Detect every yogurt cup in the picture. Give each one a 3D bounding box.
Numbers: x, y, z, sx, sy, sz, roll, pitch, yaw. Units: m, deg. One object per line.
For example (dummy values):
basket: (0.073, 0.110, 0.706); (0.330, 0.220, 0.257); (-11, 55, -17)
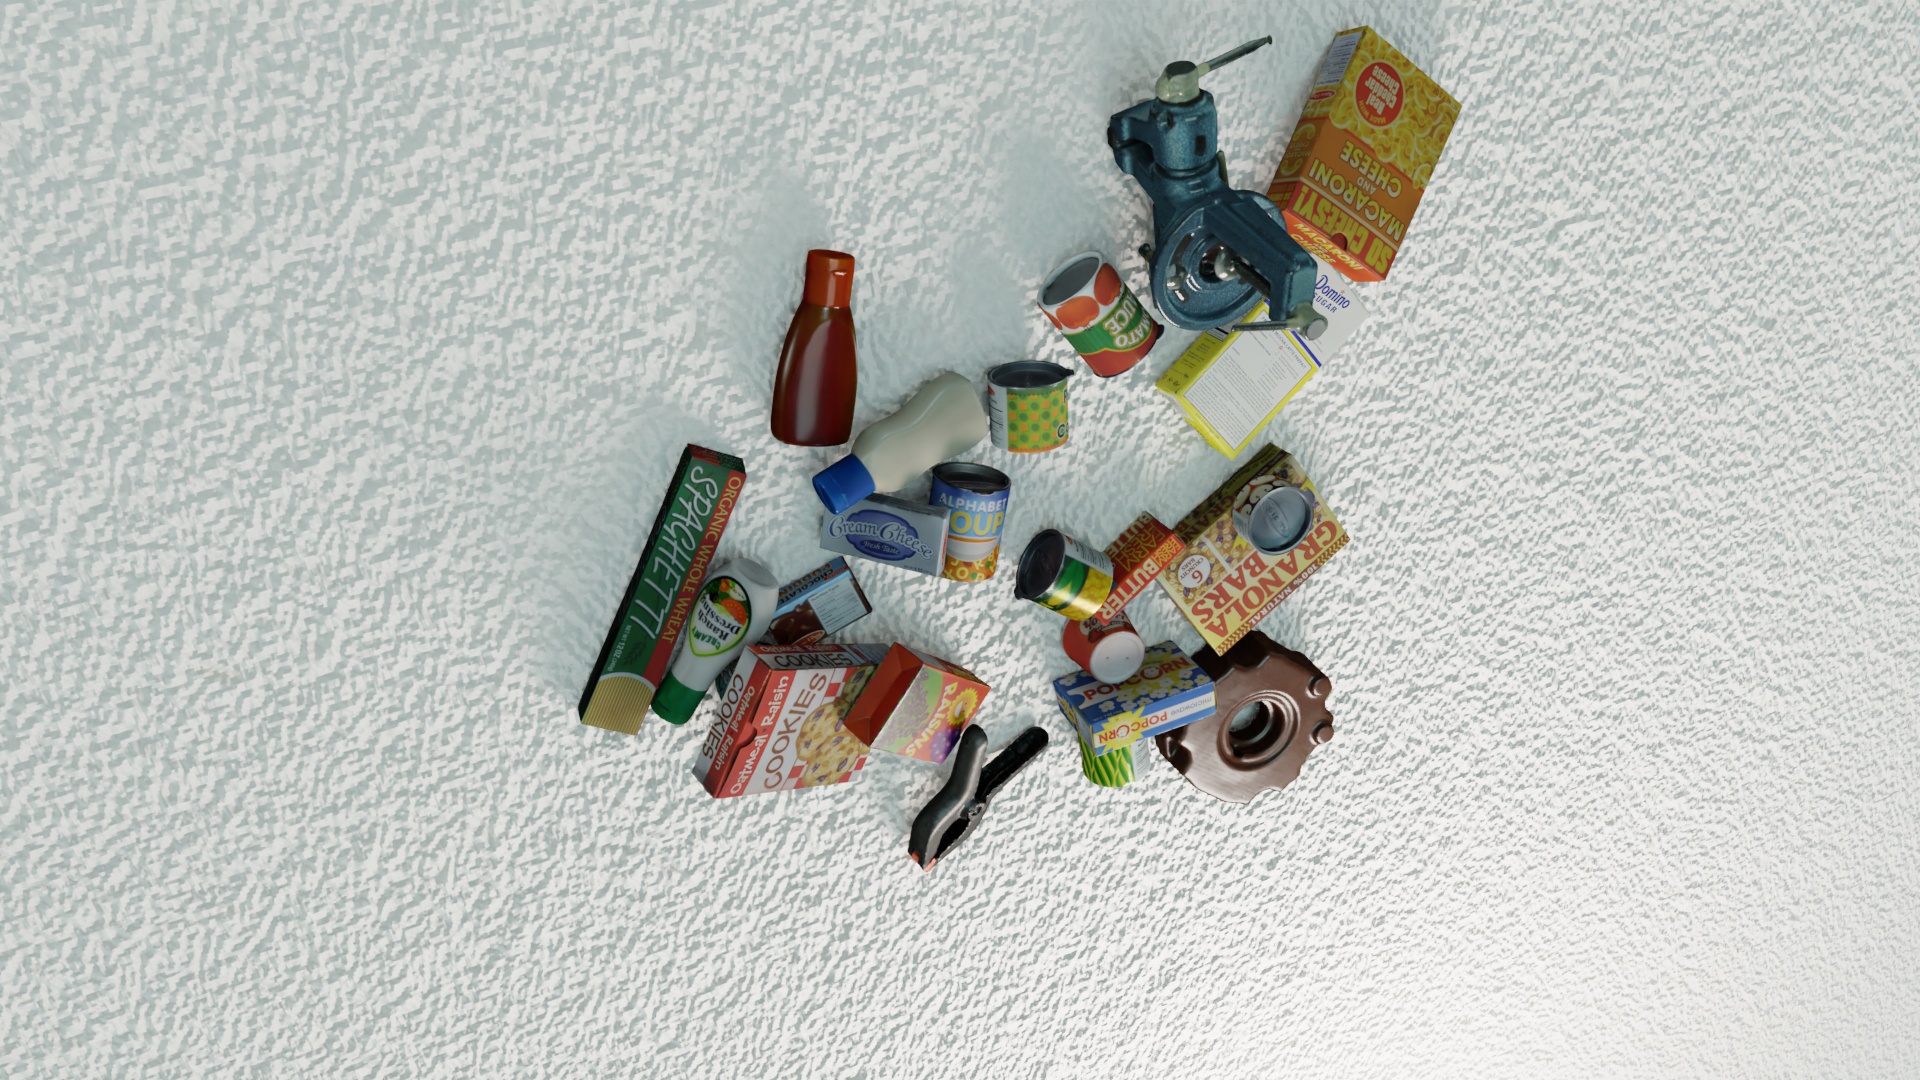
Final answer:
yogurt cup: (0.133, 0.095, 1.269); (0.072, 0.054, 0.072); (-8, 116, -17)

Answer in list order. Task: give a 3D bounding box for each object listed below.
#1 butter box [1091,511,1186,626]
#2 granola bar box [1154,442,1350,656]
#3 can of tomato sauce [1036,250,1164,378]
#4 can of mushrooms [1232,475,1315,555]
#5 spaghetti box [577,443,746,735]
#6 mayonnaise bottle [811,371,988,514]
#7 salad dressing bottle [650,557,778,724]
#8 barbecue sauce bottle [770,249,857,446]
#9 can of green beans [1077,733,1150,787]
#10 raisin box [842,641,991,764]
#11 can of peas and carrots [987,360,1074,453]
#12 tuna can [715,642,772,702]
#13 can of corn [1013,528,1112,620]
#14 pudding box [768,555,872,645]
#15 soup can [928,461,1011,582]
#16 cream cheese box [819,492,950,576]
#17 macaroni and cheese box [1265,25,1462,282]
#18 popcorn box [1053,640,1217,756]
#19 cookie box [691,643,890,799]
butter box: (0.148, 0.024, 1.243); (0.103, 0.053, 0.024); (-45, 122, 3)
granola bar box: (0.264, 0.009, 1.289); (0.165, 0.039, 0.124); (-42, 120, 0)
can of tomato sauce: (0.113, -0.184, 1.126); (0.071, 0.071, 0.083); (-44, 120, 2)
can of mushrooms: (0.280, -0.024, 1.237); (0.071, 0.033, 0.070); (-7, 114, -17)
spaghetti box: (-0.241, 0.042, 1.116); (0.050, 0.029, 0.249); (18, 106, -28)
mayonnaise bottle: (-0.049, -0.074, 1.115); (0.148, 0.041, 0.064); (-34, 127, -17)
salad dressing bottle: (-0.203, 0.084, 1.135); (0.064, 0.044, 0.147); (38, 107, 14)
barbecue sauce bottle: (-0.108, -0.148, 1.073); (0.065, 0.044, 0.148); (-3, 113, -29)
can of green beans: (0.144, 0.190, 1.309); (0.071, 0.071, 0.057); (-17, 119, -13)
raisin box: (-0.035, 0.142, 1.200); (0.086, 0.040, 0.123); (-58, 148, 2)
can of peas and carrots: (0.058, -0.110, 1.140); (0.071, 0.071, 0.058); (-11, 117, -16)
tuna can: (-0.173, 0.121, 1.174); (0.071, 0.033, 0.070); (-9, 116, -18)
can of corn: (0.090, 0.033, 1.217); (0.058, 0.071, 0.071); (25, 102, -29)
pudding box: (-0.123, 0.056, 1.166); (0.084, 0.030, 0.049); (-30, 121, -6)
soup can: (0.004, -0.015, 1.160); (0.071, 0.071, 0.083); (0, 113, -21)
cream cheese box: (-0.061, -0.009, 1.134); (0.104, 0.024, 0.053); (13, 111, 12)
macaroni and cheese box: (0.331, -0.315, 1.145); (0.123, 0.040, 0.166); (26, 86, -28)
popcorn box: (0.161, 0.144, 1.283); (0.127, 0.085, 0.038); (-17, 119, -13)
cookie box: (-0.130, 0.148, 1.159); (0.168, 0.040, 0.122); (5, 114, -52)
